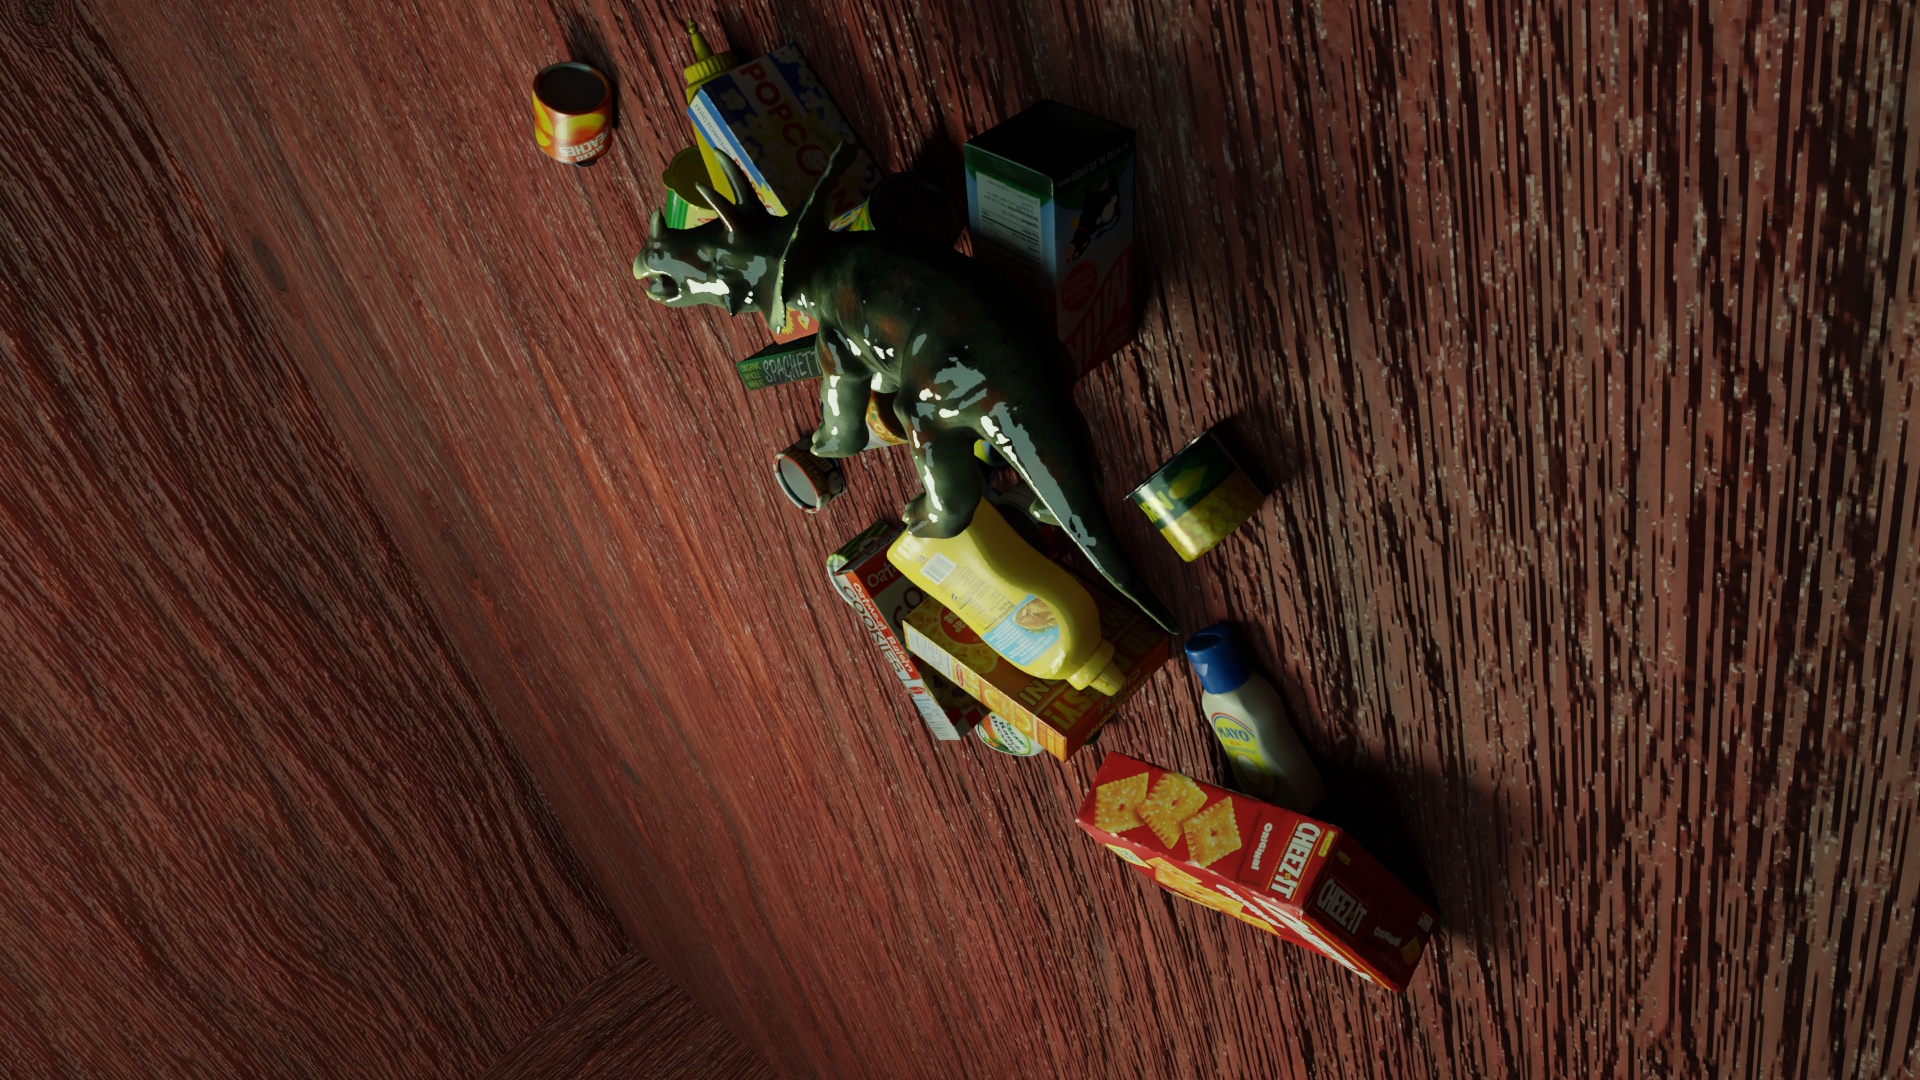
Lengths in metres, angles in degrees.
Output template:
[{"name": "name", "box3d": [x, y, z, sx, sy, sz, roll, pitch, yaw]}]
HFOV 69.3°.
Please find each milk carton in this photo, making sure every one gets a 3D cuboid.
[{"name": "milk carton", "box3d": [0.057, -0.163, 0.860, 0.073, 0.072, 0.189, 32, 144, 33]}]

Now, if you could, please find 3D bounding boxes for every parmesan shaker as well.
[{"name": "parmesan shaker", "box3d": [-0.212, -0.264, 1.136, 0.071, 0.071, 0.102, 47, 151, 9]}]

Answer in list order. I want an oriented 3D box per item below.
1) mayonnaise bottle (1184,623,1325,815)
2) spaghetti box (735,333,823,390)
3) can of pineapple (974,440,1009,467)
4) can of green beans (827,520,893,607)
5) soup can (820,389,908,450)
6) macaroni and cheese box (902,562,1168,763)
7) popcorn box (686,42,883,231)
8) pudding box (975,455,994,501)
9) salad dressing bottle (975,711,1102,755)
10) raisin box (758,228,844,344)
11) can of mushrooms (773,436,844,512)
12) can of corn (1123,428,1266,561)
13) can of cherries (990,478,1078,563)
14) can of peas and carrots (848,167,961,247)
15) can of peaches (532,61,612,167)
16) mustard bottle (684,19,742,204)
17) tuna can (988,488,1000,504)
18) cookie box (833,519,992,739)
[{"name": "mayonnaise bottle", "box3d": [0.207, 0.130, 1.000, 0.064, 0.041, 0.147, -2, 122, 58]}, {"name": "spaghetti box", "box3d": [-0.105, -0.153, 1.127, 0.250, 0.050, 0.028, 1, 121, 55]}, {"name": "can of pineapple", "box3d": [0.021, -0.093, 0.997, 0.058, 0.071, 0.070, 37, 147, 25]}, {"name": "can of green beans", "box3d": [-0.081, 0.025, 1.281, 0.071, 0.058, 0.071, 35, 147, 28]}, {"name": "soup can", "box3d": [-0.063, -0.105, 1.098, 0.083, 0.071, 0.071, -3, 120, 56]}, {"name": "macaroni and cheese box", "box3d": [0.058, 0.078, 1.072, 0.167, 0.124, 0.040, 34, 150, 29]}, {"name": "popcorn box", "box3d": [-0.121, -0.275, 0.977, 0.126, 0.085, 0.038, 56, 150, -6]}, {"name": "pudding box", "box3d": [0.001, -0.050, 1.059, 0.030, 0.084, 0.049, -20, 112, 16]}, {"name": "salad dressing bottle", "box3d": [0.069, 0.162, 1.232, 0.064, 0.044, 0.147, 58, 151, -12]}, {"name": "raisin box", "box3d": [-0.126, -0.208, 1.108, 0.123, 0.040, 0.086, -2, 122, 57]}, {"name": "can of mushrooms", "box3d": [-0.141, -0.062, 1.298, 0.071, 0.033, 0.070, 36, 147, 28]}, {"name": "can of corn", "box3d": [0.149, -0.027, 0.881, 0.058, 0.071, 0.071, 51, 151, 1]}, {"name": "can of cherries", "box3d": [0.063, -0.015, 1.029, 0.071, 0.058, 0.071, 35, 146, 28]}, {"name": "can of peas and carrots", "box3d": [-0.040, -0.212, 0.956, 0.071, 0.071, 0.058, 52, 152, 1]}, {"name": "can of peaches", "box3d": [-0.334, -0.368, 1.199, 0.071, 0.071, 0.057, 44, 149, 14]}, {"name": "mustard bottle", "box3d": [-0.168, -0.309, 1.033, 0.049, 0.065, 0.159, 4, 122, 58]}, {"name": "tuna can", "box3d": [0.004, -0.014, 1.110, 0.071, 0.071, 0.032, 31, 145, 33]}, {"name": "cookie box", "box3d": [-0.011, 0.061, 1.153, 0.167, 0.123, 0.040, 58, 150, -11]}]
